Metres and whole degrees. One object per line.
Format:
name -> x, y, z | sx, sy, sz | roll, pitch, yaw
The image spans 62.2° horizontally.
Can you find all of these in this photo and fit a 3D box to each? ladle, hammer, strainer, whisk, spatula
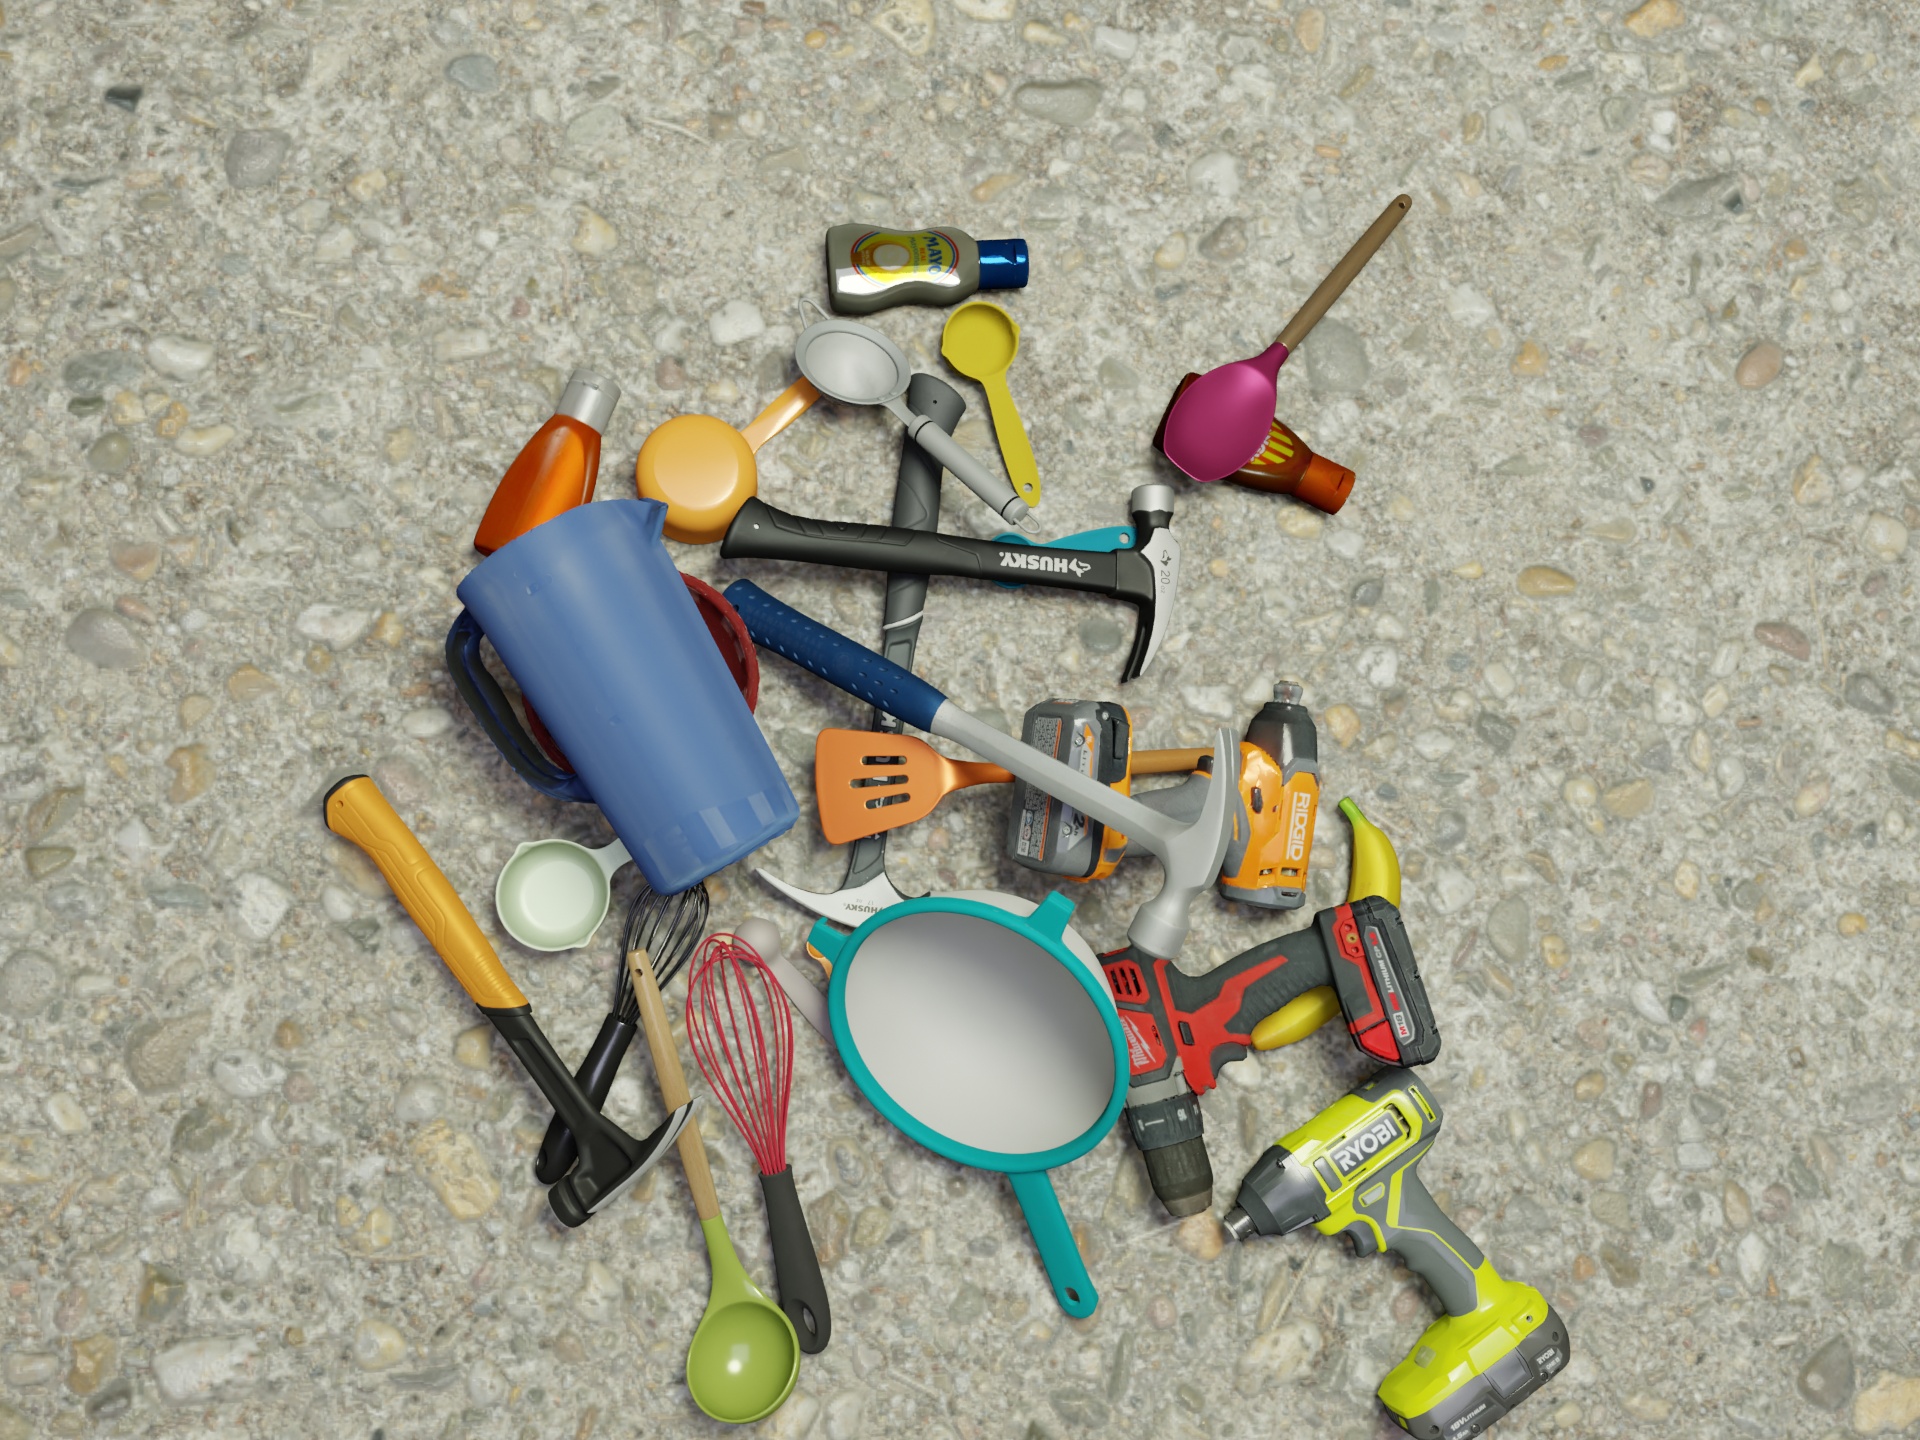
ladle -> -0.176, 0.308, 1.056 | 0.078, 0.062, 0.320 | -15, 93, 3
hammer -> -0.002, -0.003, 1.046 | 0.406, 0.035, 0.144 | 28, 99, 27
strainer -> 0.044, 0.249, 1.092 | 0.211, 0.095, 0.340 | -10, 111, 28
strainer -> -0.035, -0.209, 1.129 | 0.087, 0.050, 0.259 | -30, 63, -35
whisk -> -0.235, 0.206, 1.090 | 0.055, 0.055, 0.239 | 25, 86, -4
whisk -> -0.131, 0.288, 1.086 | 0.073, 0.073, 0.296 | -13, 91, -8
hammer -> -0.049, -0.053, 1.148 | 0.149, 0.036, 0.409 | 8, 82, -5
hammer -> -0.312, 0.167, 1.056 | 0.127, 0.034, 0.337 | -43, 79, 18
hammer -> -0.002, -0.111, 1.126 | 0.334, 0.035, 0.146 | 4, 80, -17
spatula -> 0.058, 0.035, 1.131 | 0.322, 0.041, 0.081 | -3, 82, -21

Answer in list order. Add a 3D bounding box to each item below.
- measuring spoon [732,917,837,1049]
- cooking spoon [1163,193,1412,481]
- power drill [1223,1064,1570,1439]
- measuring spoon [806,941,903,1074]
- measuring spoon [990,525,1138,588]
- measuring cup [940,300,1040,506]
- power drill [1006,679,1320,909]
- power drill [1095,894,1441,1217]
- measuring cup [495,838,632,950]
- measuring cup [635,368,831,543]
measuring spoon -> -0.113, 0.189, 1.118 | 0.034, 0.018, 0.124 | -42, 90, -10
cooking spoon -> 0.254, -0.294, 1.194 | 0.069, 0.017, 0.319 | 40, 70, 1
power drill -> 0.305, 0.381, 1.121 | 0.171, 0.080, 0.223 | -33, 84, -10
measuring spoon -> -0.075, 0.201, 1.128 | 0.021, 0.011, 0.117 | -32, 91, -16
measuring spoon -> 0.075, -0.125, 1.183 | 0.128, 0.021, 0.042 | -13, 86, -17
measuring cup -> 0.028, -0.234, 1.188 | 0.062, 0.029, 0.156 | -20, 98, -9
power drill -> 0.154, 0.042, 1.108 | 0.226, 0.084, 0.164 | 9, 89, -27
power drill -> 0.211, 0.228, 1.100 | 0.226, 0.080, 0.188 | -17, 79, 9
measuring cup -> -0.242, 0.096, 1.105 | 0.167, 0.038, 0.083 | -33, 88, -11
measuring cup -> -0.158, -0.202, 1.142 | 0.173, 0.052, 0.095 | -43, 90, -9
